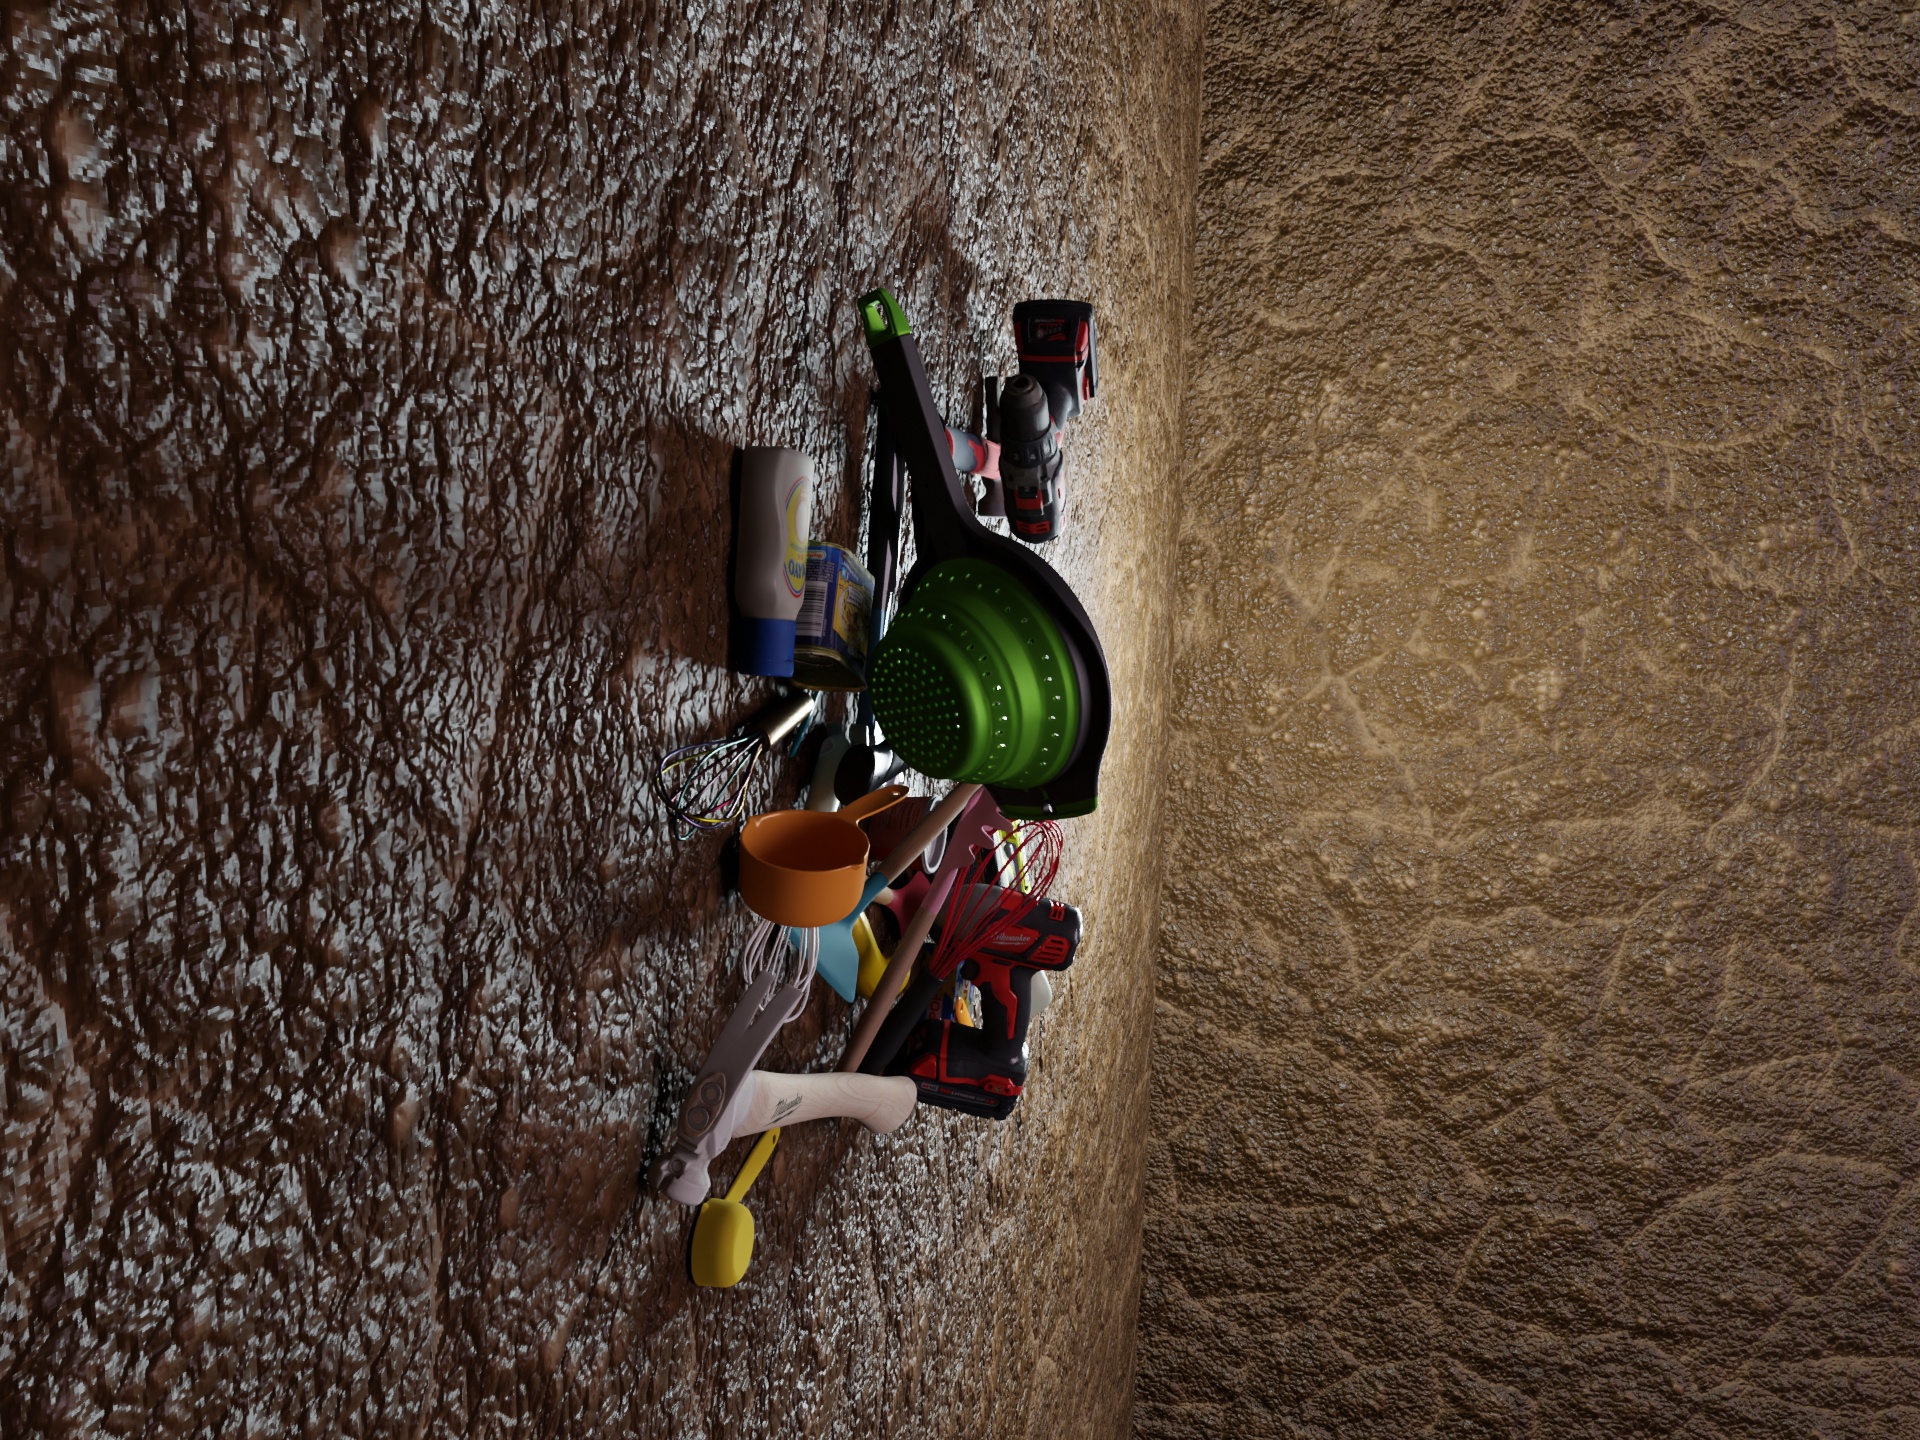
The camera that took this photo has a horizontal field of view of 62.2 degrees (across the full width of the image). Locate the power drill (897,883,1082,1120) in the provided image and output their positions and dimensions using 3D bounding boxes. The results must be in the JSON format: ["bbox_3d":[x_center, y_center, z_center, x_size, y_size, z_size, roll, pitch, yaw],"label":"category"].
[{"bbox_3d":[0.016,0.248,1.448,0.079,0.143,0.219,-82,-173,-64],"label":"power drill"}]

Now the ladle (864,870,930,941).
[{"bbox_3d":[-0.073,0.144,1.351,0.315,0.031,0.069,42,58,-69],"label":"ladle"}]

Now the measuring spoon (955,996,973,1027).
[{"bbox_3d":[0.010,0.301,1.577,0.116,0.011,0.021,71,27,-56],"label":"measuring spoon"}]

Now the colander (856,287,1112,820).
[{"bbox_3d":[-0.024,-0.100,1.112,0.094,0.204,0.397,-25,100,-38],"label":"colander"}]

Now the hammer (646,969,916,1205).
[{"bbox_3d":[-0.097,0.266,1.158,0.146,0.038,0.410,-62,161,-4],"label":"hammer"}]

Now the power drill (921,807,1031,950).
[{"bbox_3d":[0.021,0.133,1.599,0.223,0.080,0.171,-30,113,-77],"label":"power drill"}]

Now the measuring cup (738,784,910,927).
[{"bbox_3d":[-0.086,0.092,1.114,0.173,0.095,0.052,-27,131,-56],"label":"measuring cup"}]

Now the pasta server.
[{"bbox_3d":[-0.030,0.177,1.263,0.316,0.040,0.060,-63,-175,10],"label":"pasta server"}]

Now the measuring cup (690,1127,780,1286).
[{"bbox_3d":[-0.146,0.334,1.117,0.156,0.029,0.062,-55,147,-62],"label":"measuring cup"}]

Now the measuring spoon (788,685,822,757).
[{"bbox_3d":[-0.098,-0.020,1.188,0.042,0.021,0.129,-55,-168,54],"label":"measuring spoon"}]

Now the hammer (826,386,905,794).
[{"bbox_3d":[-0.065,-0.103,1.290,0.128,0.033,0.331,6,88,-76],"label":"hammer"}]

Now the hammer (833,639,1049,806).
[{"bbox_3d":[-0.002,-0.004,1.343,0.409,0.036,0.149,-34,139,-61],"label":"hammer"}]

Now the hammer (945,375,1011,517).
[{"bbox_3d":[0.009,-0.259,1.447,0.386,0.038,0.143,-33,125,-78],"label":"hammer"}]

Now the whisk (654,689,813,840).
[{"bbox_3d":[-0.138,0.023,1.035,0.245,0.047,0.051,-52,142,-70],"label":"whisk"}]

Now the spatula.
[{"bbox_3d":[-0.044,0.111,1.276,0.082,0.044,0.317,49,42,-3],"label":"spatula"}]

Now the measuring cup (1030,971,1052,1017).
[{"bbox_3d":[0.050,0.239,1.576,0.083,0.038,0.168,65,-6,-15],"label":"measuring cup"}]

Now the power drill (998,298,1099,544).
[{"bbox_3d":[0.078,-0.307,1.525,0.187,0.080,0.227,78,19,-53],"label":"power drill"}]

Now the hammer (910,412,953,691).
[{"bbox_3d":[-0.023,-0.126,1.318,0.334,0.035,0.146,88,6,-54],"label":"hammer"}]

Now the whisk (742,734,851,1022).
[{"bbox_3d":[-0.112,0.108,1.154,0.059,0.058,0.247,43,41,-32],"label":"whisk"}]

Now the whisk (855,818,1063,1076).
[{"bbox_3d":[-0.010,0.194,1.321,0.296,0.073,0.073,-55,170,12],"label":"whisk"}]
